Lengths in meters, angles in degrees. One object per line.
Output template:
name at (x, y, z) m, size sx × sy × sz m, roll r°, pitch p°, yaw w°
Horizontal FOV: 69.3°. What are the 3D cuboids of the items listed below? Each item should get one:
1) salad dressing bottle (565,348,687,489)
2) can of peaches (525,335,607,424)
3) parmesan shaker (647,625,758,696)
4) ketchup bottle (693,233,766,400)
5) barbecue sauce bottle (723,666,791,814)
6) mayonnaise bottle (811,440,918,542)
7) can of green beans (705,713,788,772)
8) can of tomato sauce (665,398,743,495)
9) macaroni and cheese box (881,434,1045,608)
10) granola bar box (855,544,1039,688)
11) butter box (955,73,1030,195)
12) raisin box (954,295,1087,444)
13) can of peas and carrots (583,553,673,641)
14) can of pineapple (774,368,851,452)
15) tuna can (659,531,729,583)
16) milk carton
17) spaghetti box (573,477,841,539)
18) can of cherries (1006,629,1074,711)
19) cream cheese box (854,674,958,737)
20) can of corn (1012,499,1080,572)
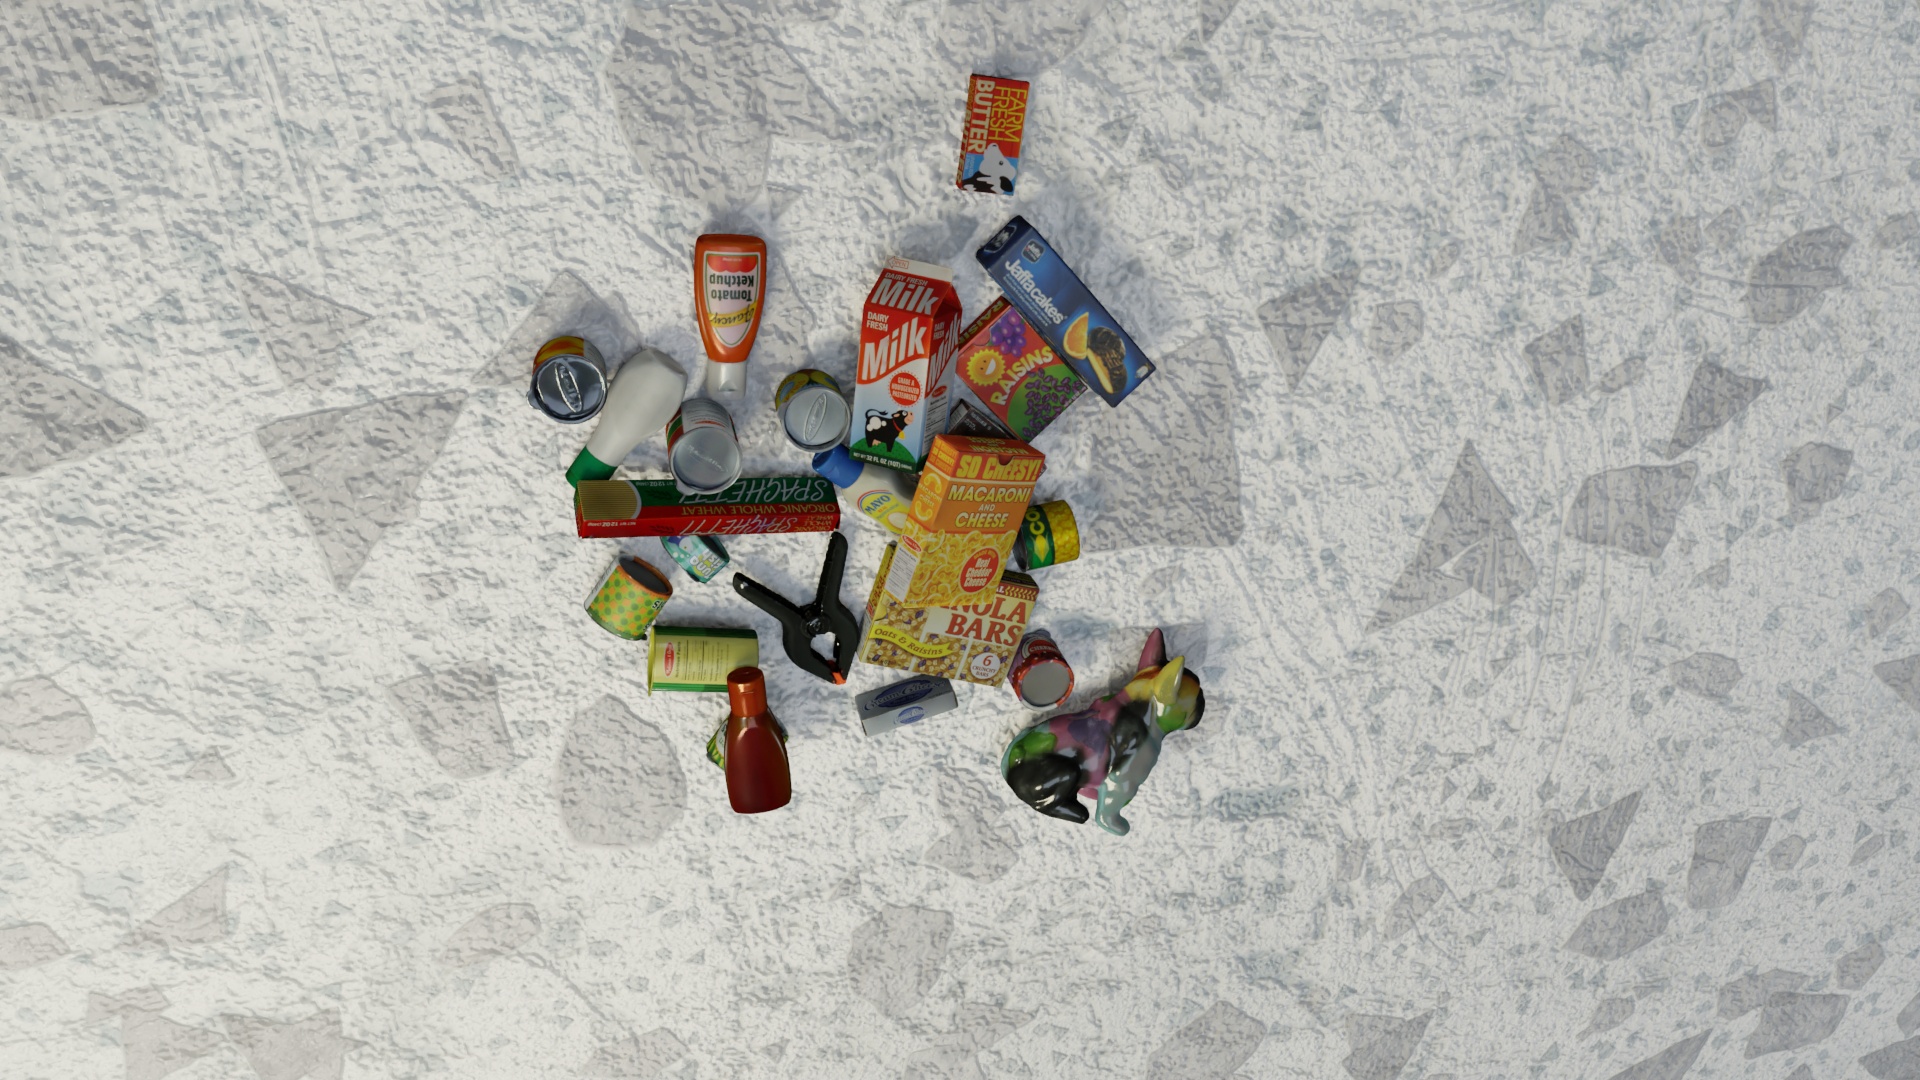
salad dressing bottle at (-0.312, -0.108, 1.288) m, size 0.064 × 0.044 × 0.147 m, roll 33°, pitch 104°, yaw -26°
can of peaches at (-0.354, -0.145, 1.251) m, size 0.071 × 0.058 × 0.071 m, roll -6°, pitch 116°, yaw -12°
parmesan shaker at (-0.259, 0.122, 1.393) m, size 0.103 × 0.071 × 0.071 m, roll 4°, pitch 113°, yaw -18°
ketchup bottle at (-0.212, -0.203, 1.271) m, size 0.065 × 0.044 × 0.148 m, roll -1°, pitch 115°, yaw -15°
barbecue sauce bottle at (-0.206, 0.198, 1.380) m, size 0.065 × 0.044 × 0.148 m, roll -8°, pitch 114°, yaw -12°
mayonnaise bottle at (-0.080, -0.047, 1.368) m, size 0.148 × 0.041 × 0.064 m, roll 34°, pitch 127°, yaw -31°
can of green beans at (-0.221, 0.209, 1.443) m, size 0.071 × 0.071 × 0.057 m, roll 31°, pitch 103°, yaw -25°
can of tomato sauce at (-0.240, -0.087, 1.293) m, size 0.071 × 0.083 × 0.071 m, roll -6°, pitch 115°, yaw -12°
macaroni and cheese box at (0.005, -0.017, 1.345) m, size 0.124 × 0.040 × 0.165 m, roll 0°, pitch 117°, yaw -45°
granola bar box at (-0.015, 0.081, 1.457) m, size 0.166 × 0.039 × 0.123 m, roll 12°, pitch 110°, yaw -20°
butter box at (0.029, -0.371, 1.271) m, size 0.053 × 0.024 × 0.103 m, roll 1°, pitch 114°, yaw -16°
raisin box at (0.052, -0.166, 1.363) m, size 0.086 × 0.040 × 0.123 m, roll -42°, pitch 117°, yaw 7°
can of peas and carrots at (-0.319, 0.056, 1.346) m, size 0.071 × 0.071 × 0.058 m, roll 31°, pitch 102°, yaw -25°
can of pineapple at (-0.142, -0.125, 1.317) m, size 0.071 × 0.058 × 0.070 m, roll -6°, pitch 115°, yaw -13°
tuna can at (-0.255, 0.008, 1.340) m, size 0.033 × 0.071 × 0.071 m, roll -42°, pitch 118°, yaw 5°
milk carton at (-0.049, -0.167, 1.299) m, size 0.072 × 0.074 × 0.189 m, roll 15°, pitch 111°, yaw 19°
spaghetti box at (-0.236, -0.032, 1.315) m, size 0.251 × 0.050 × 0.028 m, roll -2°, pitch 143°, yaw -24°
can of cherries at (0.084, 0.140, 1.500) m, size 0.071 × 0.058 × 0.071 m, roll -6°, pitch 116°, yaw -12°
cream cheese box at (-0.058, 0.172, 1.478) m, size 0.104 × 0.053 × 0.024 m, roll -17°, pitch 115°, yaw -7°
can of corn at (0.085, -0.007, 1.428) m, size 0.058 × 0.071 × 0.071 m, roll -13°, pitch 117°, yaw -10°
